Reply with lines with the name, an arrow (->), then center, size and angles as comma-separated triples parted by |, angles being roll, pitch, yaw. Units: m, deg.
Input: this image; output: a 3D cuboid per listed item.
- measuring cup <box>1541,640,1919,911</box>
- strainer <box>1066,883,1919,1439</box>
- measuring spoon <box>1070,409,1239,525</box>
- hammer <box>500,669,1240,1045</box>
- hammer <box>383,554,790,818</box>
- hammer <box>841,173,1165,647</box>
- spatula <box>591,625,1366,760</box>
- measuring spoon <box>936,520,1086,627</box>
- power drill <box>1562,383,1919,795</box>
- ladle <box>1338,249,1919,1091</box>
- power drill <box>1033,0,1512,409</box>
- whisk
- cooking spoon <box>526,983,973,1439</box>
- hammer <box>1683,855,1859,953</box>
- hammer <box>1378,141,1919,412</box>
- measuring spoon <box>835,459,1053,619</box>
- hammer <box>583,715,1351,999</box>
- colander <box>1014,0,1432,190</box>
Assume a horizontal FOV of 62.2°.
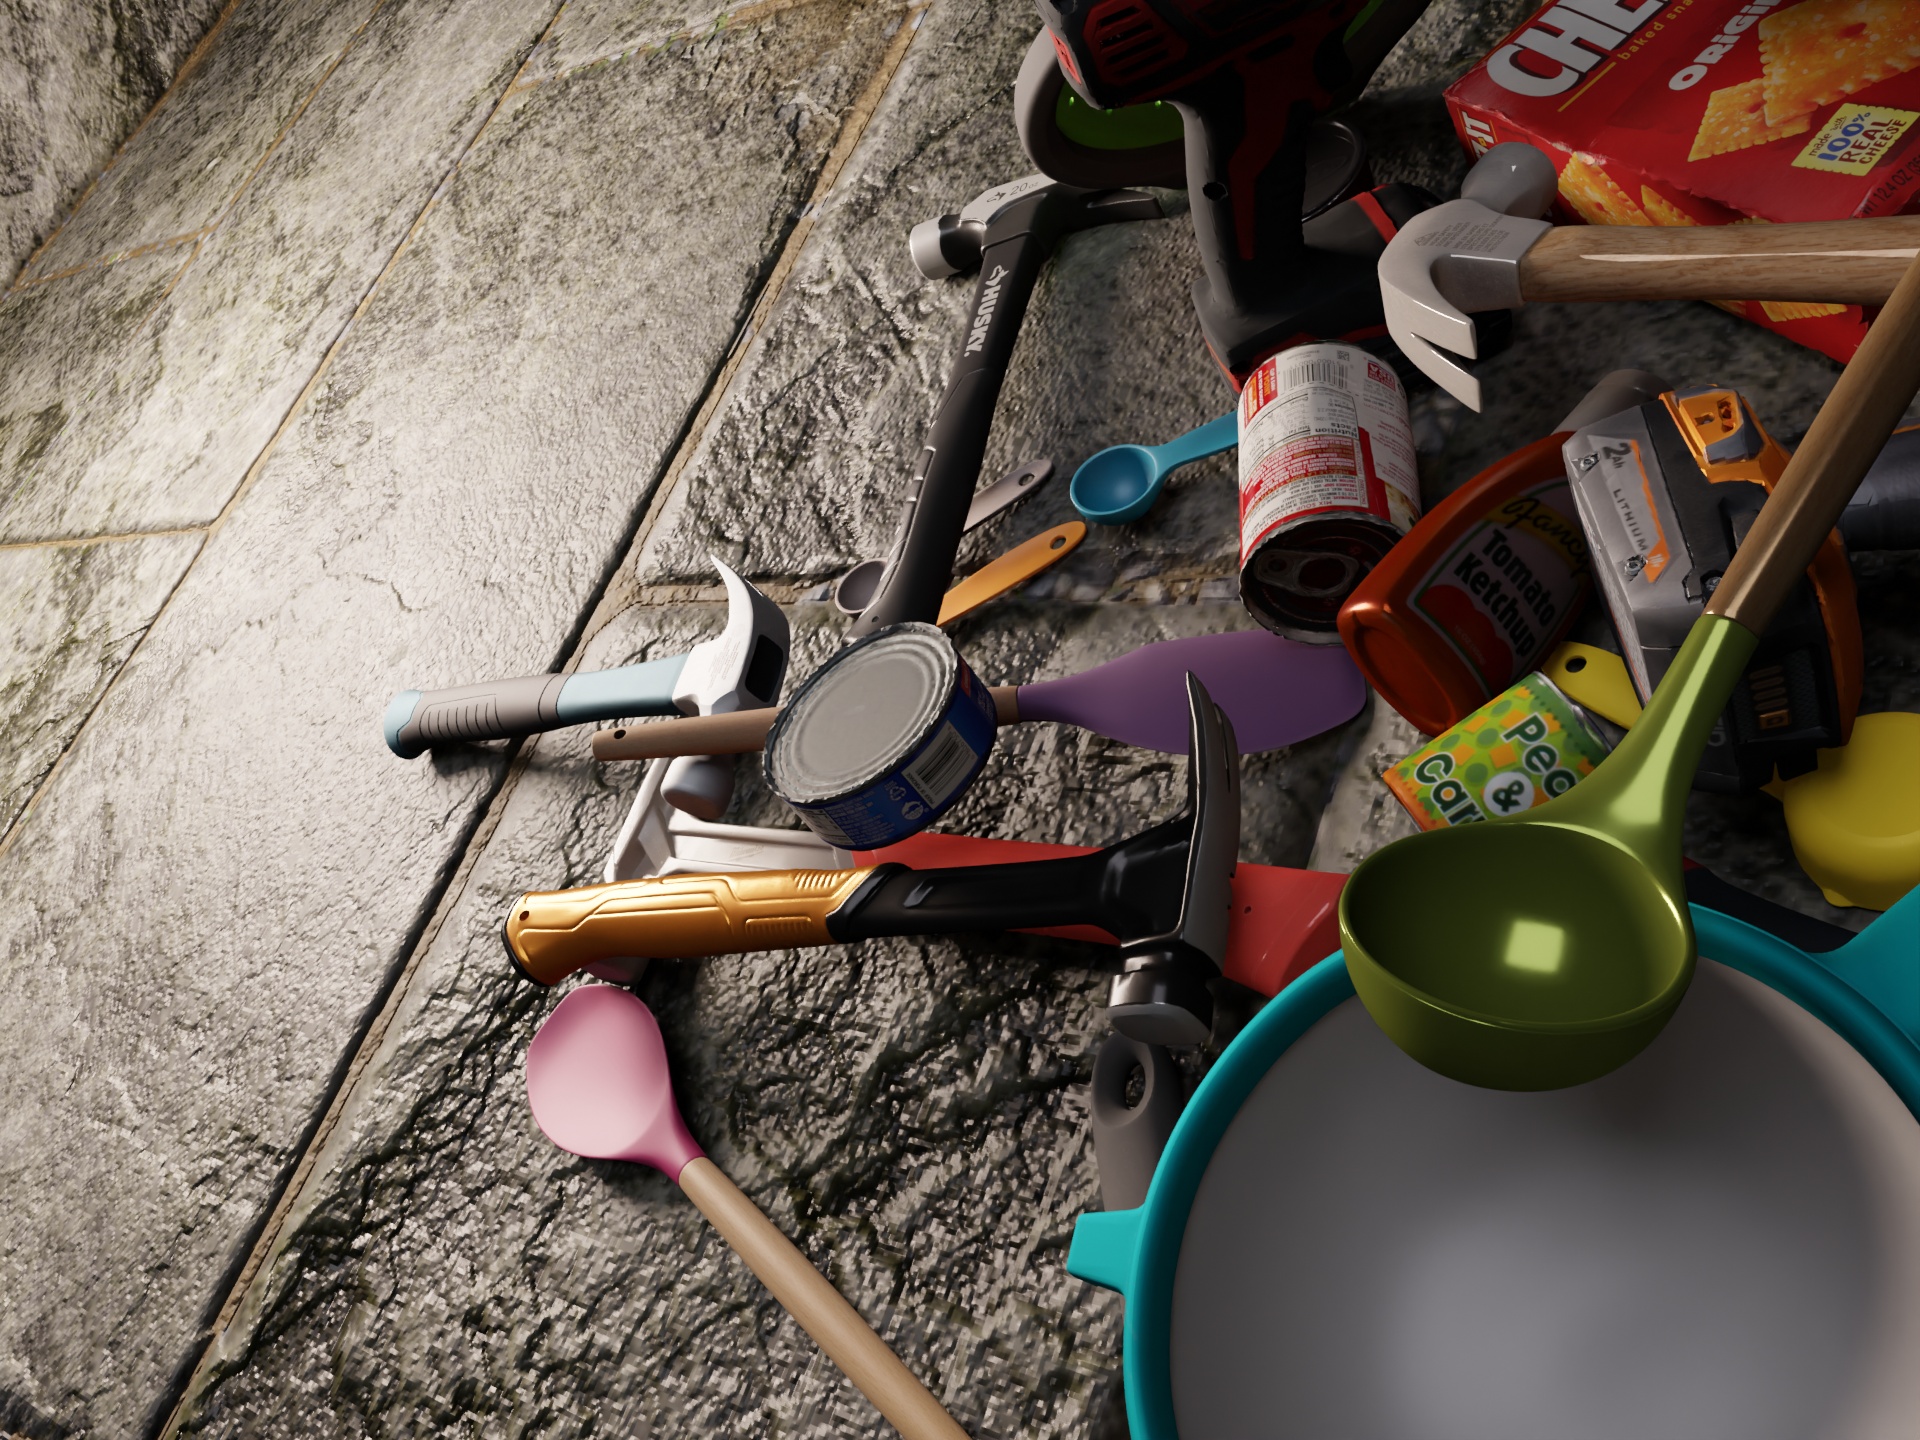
measuring cup -> 0.242, 0.003, 0.495 | 0.062, 0.029, 0.157 | -48, 44, -4
strainer -> 0.198, 0.111, 0.386 | 0.340, 0.095, 0.211 | -43, 38, 7
measuring spoon -> 0.111, -0.117, 0.702 | 0.128, 0.021, 0.042 | -21, 47, 10
hammer -> -0.052, 0.064, 0.614 | 0.337, 0.034, 0.127 | -9, 54, 33
hammer -> -0.203, -0.009, 0.806 | 0.331, 0.033, 0.128 | -5, 56, 44
hammer -> 0.008, -0.154, 0.774 | 0.146, 0.035, 0.335 | -10, 49, 32
spatula -> -0.001, -0.002, 0.634 | 0.316, 0.018, 0.060 | -5, 52, 14
measuring spoon -> 0.009, -0.057, 0.734 | 0.117, 0.011, 0.021 | -31, 44, 8
power drill -> 0.299, -0.055, 0.434 | 0.226, 0.084, 0.164 | -16, 35, 19
ladle -> 0.198, -0.050, 0.387 | 0.078, 0.062, 0.320 | 28, 81, 42
power drill -> 0.148, -0.233, 0.601 | 0.188, 0.226, 0.080 | -24, 47, 11
whisk -> 0.061, 0.213, 0.453 | 0.073, 0.073, 0.296 | -24, 41, 21
cooking spoon -> -0.089, 0.188, 0.610 | 0.319, 0.017, 0.069 | 28, 78, 46
hammer -> 0.321, 0.109, 0.349 | 0.386, 0.038, 0.143 | 13, 68, 42
hammer -> 0.274, -0.130, 0.453 | 0.331, 0.031, 0.130 | 14, 50, 41
measuring spoon -> -0.005, -0.085, 0.765 | 0.124, 0.018, 0.034 | -34, 42, 1
hammer -> -0.007, 0.054, 0.639 | 0.359, 0.036, 0.149 | 2, 59, 38
colander -> 0.081, -0.337, 0.626 | 0.204, 0.397, 0.094 | -25, 81, 15
